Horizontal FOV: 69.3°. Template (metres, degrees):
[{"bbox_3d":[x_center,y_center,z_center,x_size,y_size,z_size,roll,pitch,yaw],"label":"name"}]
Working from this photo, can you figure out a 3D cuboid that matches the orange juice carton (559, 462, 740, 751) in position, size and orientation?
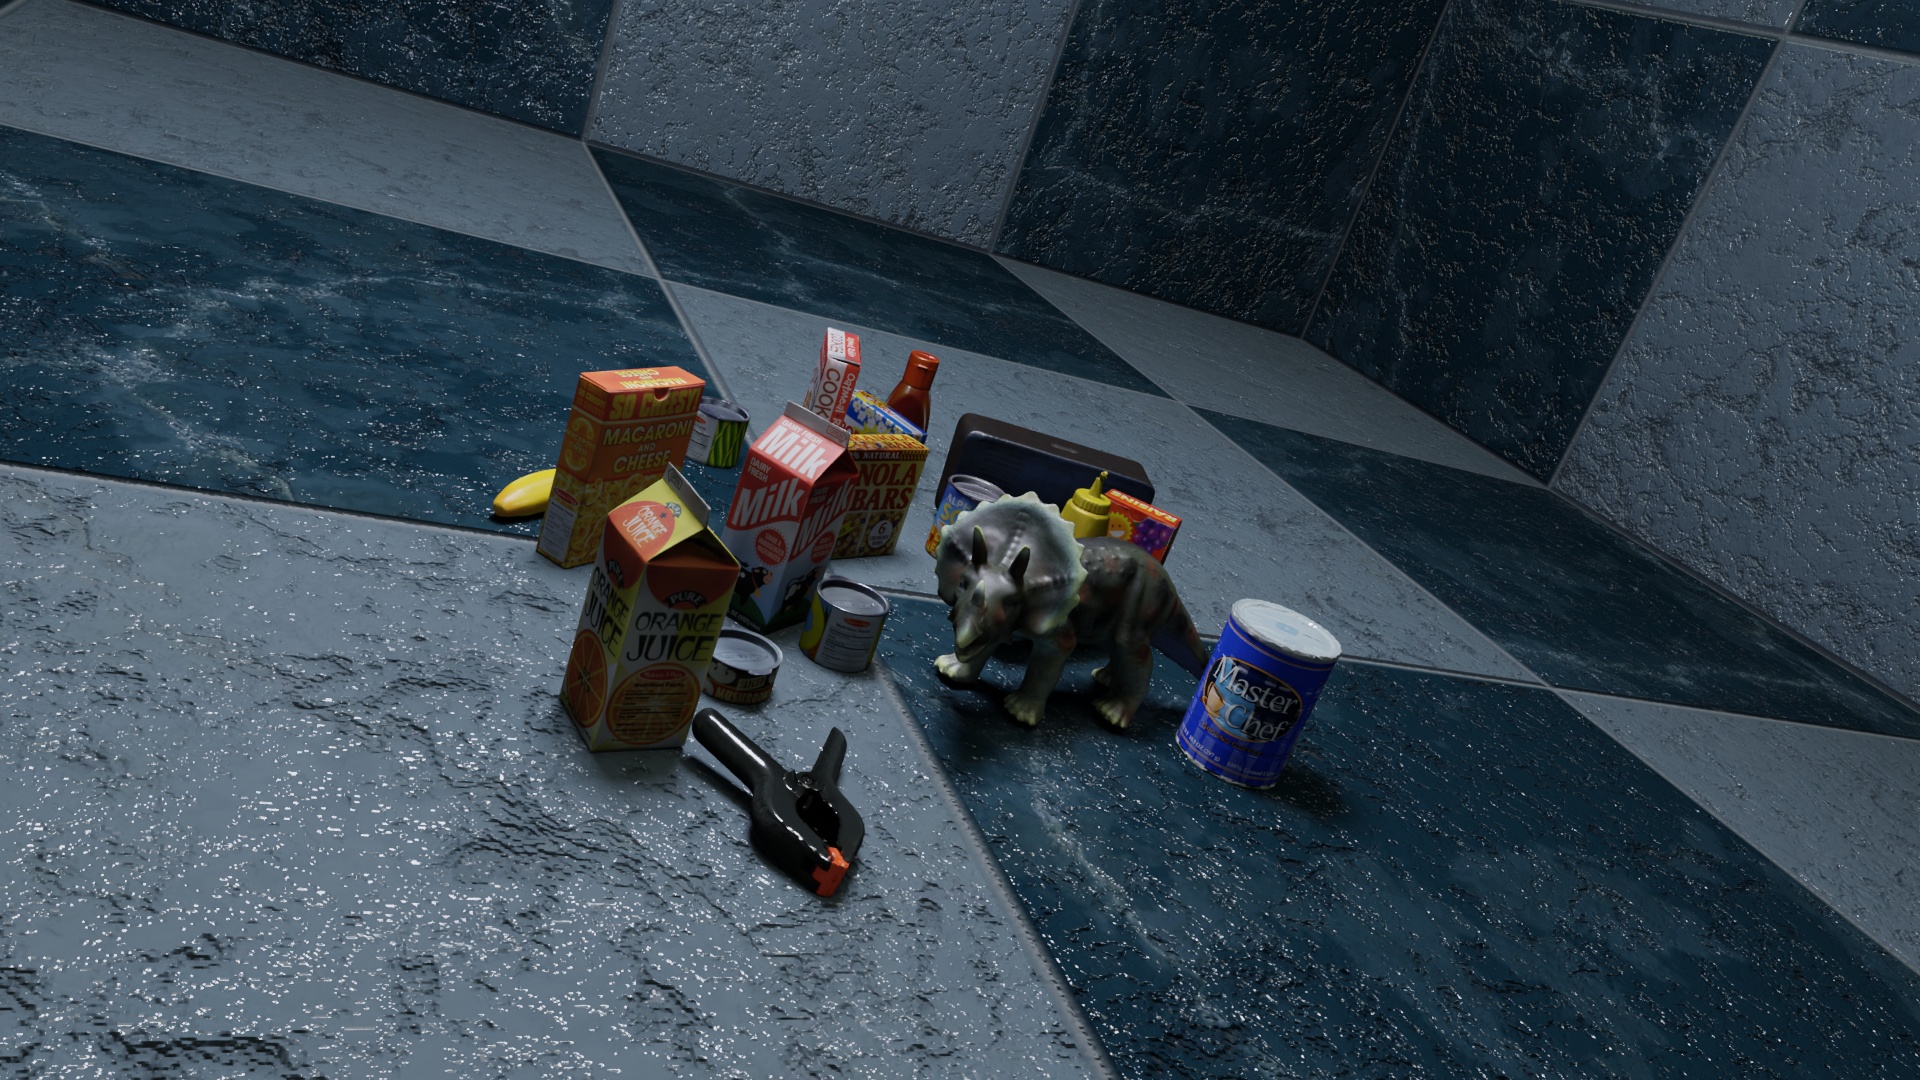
[{"bbox_3d":[-0.213,0.047,0.964,0.073,0.192,0.072,4,25,-38],"label":"orange juice carton"}]

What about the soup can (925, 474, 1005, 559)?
[{"bbox_3d":[0.005,-0.019,1.493,0.071,0.083,0.071,18,20,-7],"label":"soup can"}]

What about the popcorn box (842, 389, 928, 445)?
[{"bbox_3d":[-0.101,-0.115,1.637,0.038,0.085,0.127,0,28,-44],"label":"popcorn box"}]

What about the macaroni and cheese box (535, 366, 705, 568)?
[{"bbox_3d":[-0.294,-0.066,1.213,0.040,0.165,0.124,29,21,22],"label":"macaroni and cheese box"}]

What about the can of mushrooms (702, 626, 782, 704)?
[{"bbox_3d":[-0.175,0.099,1.093,0.071,0.033,0.071,18,20,-7],"label":"can of mushrooms"}]

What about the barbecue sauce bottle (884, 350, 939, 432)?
[{"bbox_3d":[-0.065,-0.155,1.682,0.065,0.148,0.044,18,20,-6],"label":"barbecue sauce bottle"}]

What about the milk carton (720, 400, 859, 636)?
[{"bbox_3d":[-0.150,-0.021,1.199,0.072,0.189,0.074,29,21,22],"label":"milk carton"}]

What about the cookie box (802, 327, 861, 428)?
[{"bbox_3d":[-0.152,-0.139,1.532,0.040,0.166,0.123,16,20,-12],"label":"cookie box"}]

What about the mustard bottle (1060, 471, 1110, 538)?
[{"bbox_3d":[0.122,-0.002,1.450,0.049,0.159,0.065,33,23,32],"label":"mustard bottle"}]

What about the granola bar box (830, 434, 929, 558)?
[{"bbox_3d":[-0.118,-0.044,1.383,0.039,0.123,0.166,35,25,35],"label":"granola bar box"}]

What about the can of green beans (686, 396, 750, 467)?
[{"bbox_3d":[-0.271,-0.119,1.529,0.071,0.057,0.071,18,20,-7],"label":"can of green beans"}]

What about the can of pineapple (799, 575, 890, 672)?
[{"bbox_3d":[-0.100,0.072,1.199,0.071,0.057,0.071,18,20,-7],"label":"can of pineapple"}]

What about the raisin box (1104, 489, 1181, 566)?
[{"bbox_3d":[0.176,0.018,1.502,0.086,0.123,0.040,25,20,14],"label":"raisin box"}]
